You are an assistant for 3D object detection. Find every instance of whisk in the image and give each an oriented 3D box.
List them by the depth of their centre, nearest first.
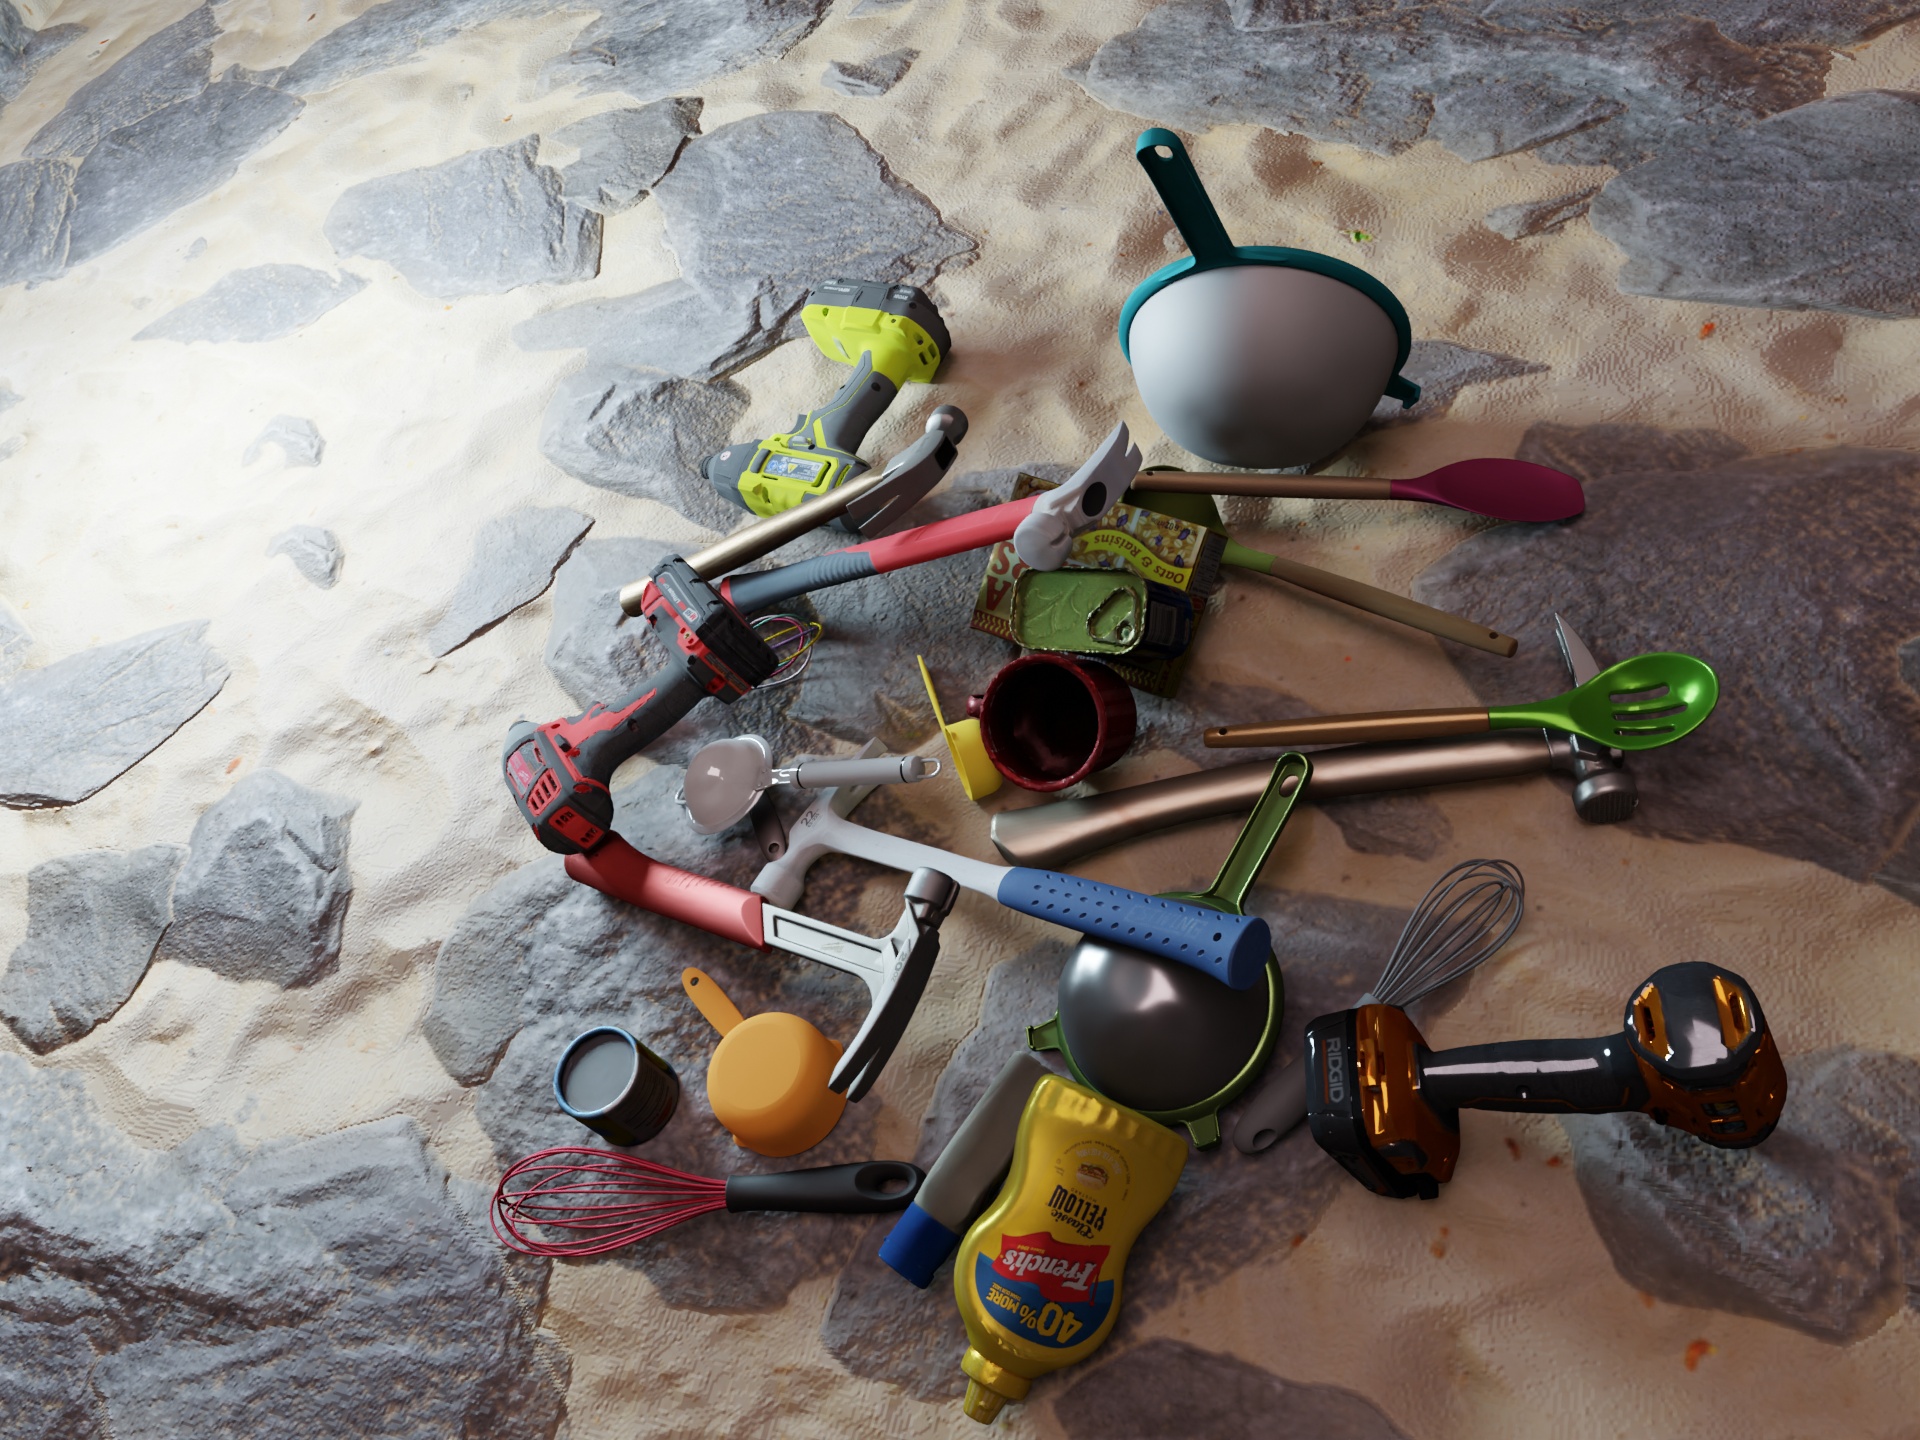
[{"bbox_3d":[0.249,0.171,0.951,0.239,0.055,0.055,-44,53,-6],"label":"whisk"},{"bbox_3d":[-0.165,0.303,1.018,0.296,0.073,0.073,-6,55,10],"label":"whisk"},{"bbox_3d":[-0.221,-0.024,1.271,0.245,0.051,0.047,-25,58,8],"label":"whisk"}]

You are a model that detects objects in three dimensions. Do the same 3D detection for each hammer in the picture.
[{"bbox_3d":[0.026,0.099,1.027,0.406,0.035,0.144,10,59,46],"label":"hammer"},{"bbox_3d":[0.220,0.032,1.063,0.410,0.038,0.146,-12,53,14],"label":"hammer"},{"bbox_3d":[-0.161,0.140,1.087,0.359,0.036,0.149,10,66,42],"label":"hammer"},{"bbox_3d":[-0.041,-0.135,1.195,0.386,0.038,0.143,-9,32,44],"label":"hammer"},{"bbox_3d":[-0.145,-0.149,1.263,0.331,0.031,0.130,-21,27,29],"label":"hammer"}]

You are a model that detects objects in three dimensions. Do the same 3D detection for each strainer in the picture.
[{"bbox_3d":[0.143,0.122,0.981,0.152,0.069,0.256,24,80,39],"label":"strainer"},{"bbox_3d":[0.187,-0.264,1.098,0.211,0.340,0.095,-1,69,28],"label":"strainer"},{"bbox_3d":[-0.123,0.038,1.153,0.258,0.050,0.087,-4,56,32],"label":"strainer"}]

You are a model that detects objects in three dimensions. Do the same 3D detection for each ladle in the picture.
[{"bbox_3d":[0.242,-0.109,1.119,0.320,0.062,0.078,27,65,39],"label":"ladle"}]

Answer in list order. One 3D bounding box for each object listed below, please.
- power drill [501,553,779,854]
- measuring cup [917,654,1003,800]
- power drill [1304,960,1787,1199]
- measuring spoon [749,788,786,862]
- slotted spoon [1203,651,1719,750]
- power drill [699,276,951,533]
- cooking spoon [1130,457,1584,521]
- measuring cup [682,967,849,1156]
[{"bbox_3d":[-0.256,-0.013,1.208,0.219,0.078,0.143,-45,44,-1],"label":"power drill"},{"bbox_3d":[-0.002,-0.004,1.172,0.029,0.062,0.157,-18,42,-4],"label":"measuring cup"},{"bbox_3d":[0.317,0.200,0.850,0.226,0.164,0.084,-15,52,27],"label":"power drill"},{"bbox_3d":[-0.155,0.058,1.202,0.034,0.018,0.124,-27,53,2],"label":"measuring spoon"},{"bbox_3d":[0.309,-0.001,1.010,0.314,0.031,0.070,-5,53,22],"label":"slotted spoon"},{"bbox_3d":[-0.117,-0.273,1.380,0.171,0.080,0.223,15,67,28],"label":"power drill"},{"bbox_3d":[0.283,-0.167,1.146,0.319,0.017,0.069,3,48,7],"label":"cooking spoon"},{"bbox_3d":[-0.149,0.214,1.071,0.095,0.052,0.174,-42,55,-10],"label":"measuring cup"}]
